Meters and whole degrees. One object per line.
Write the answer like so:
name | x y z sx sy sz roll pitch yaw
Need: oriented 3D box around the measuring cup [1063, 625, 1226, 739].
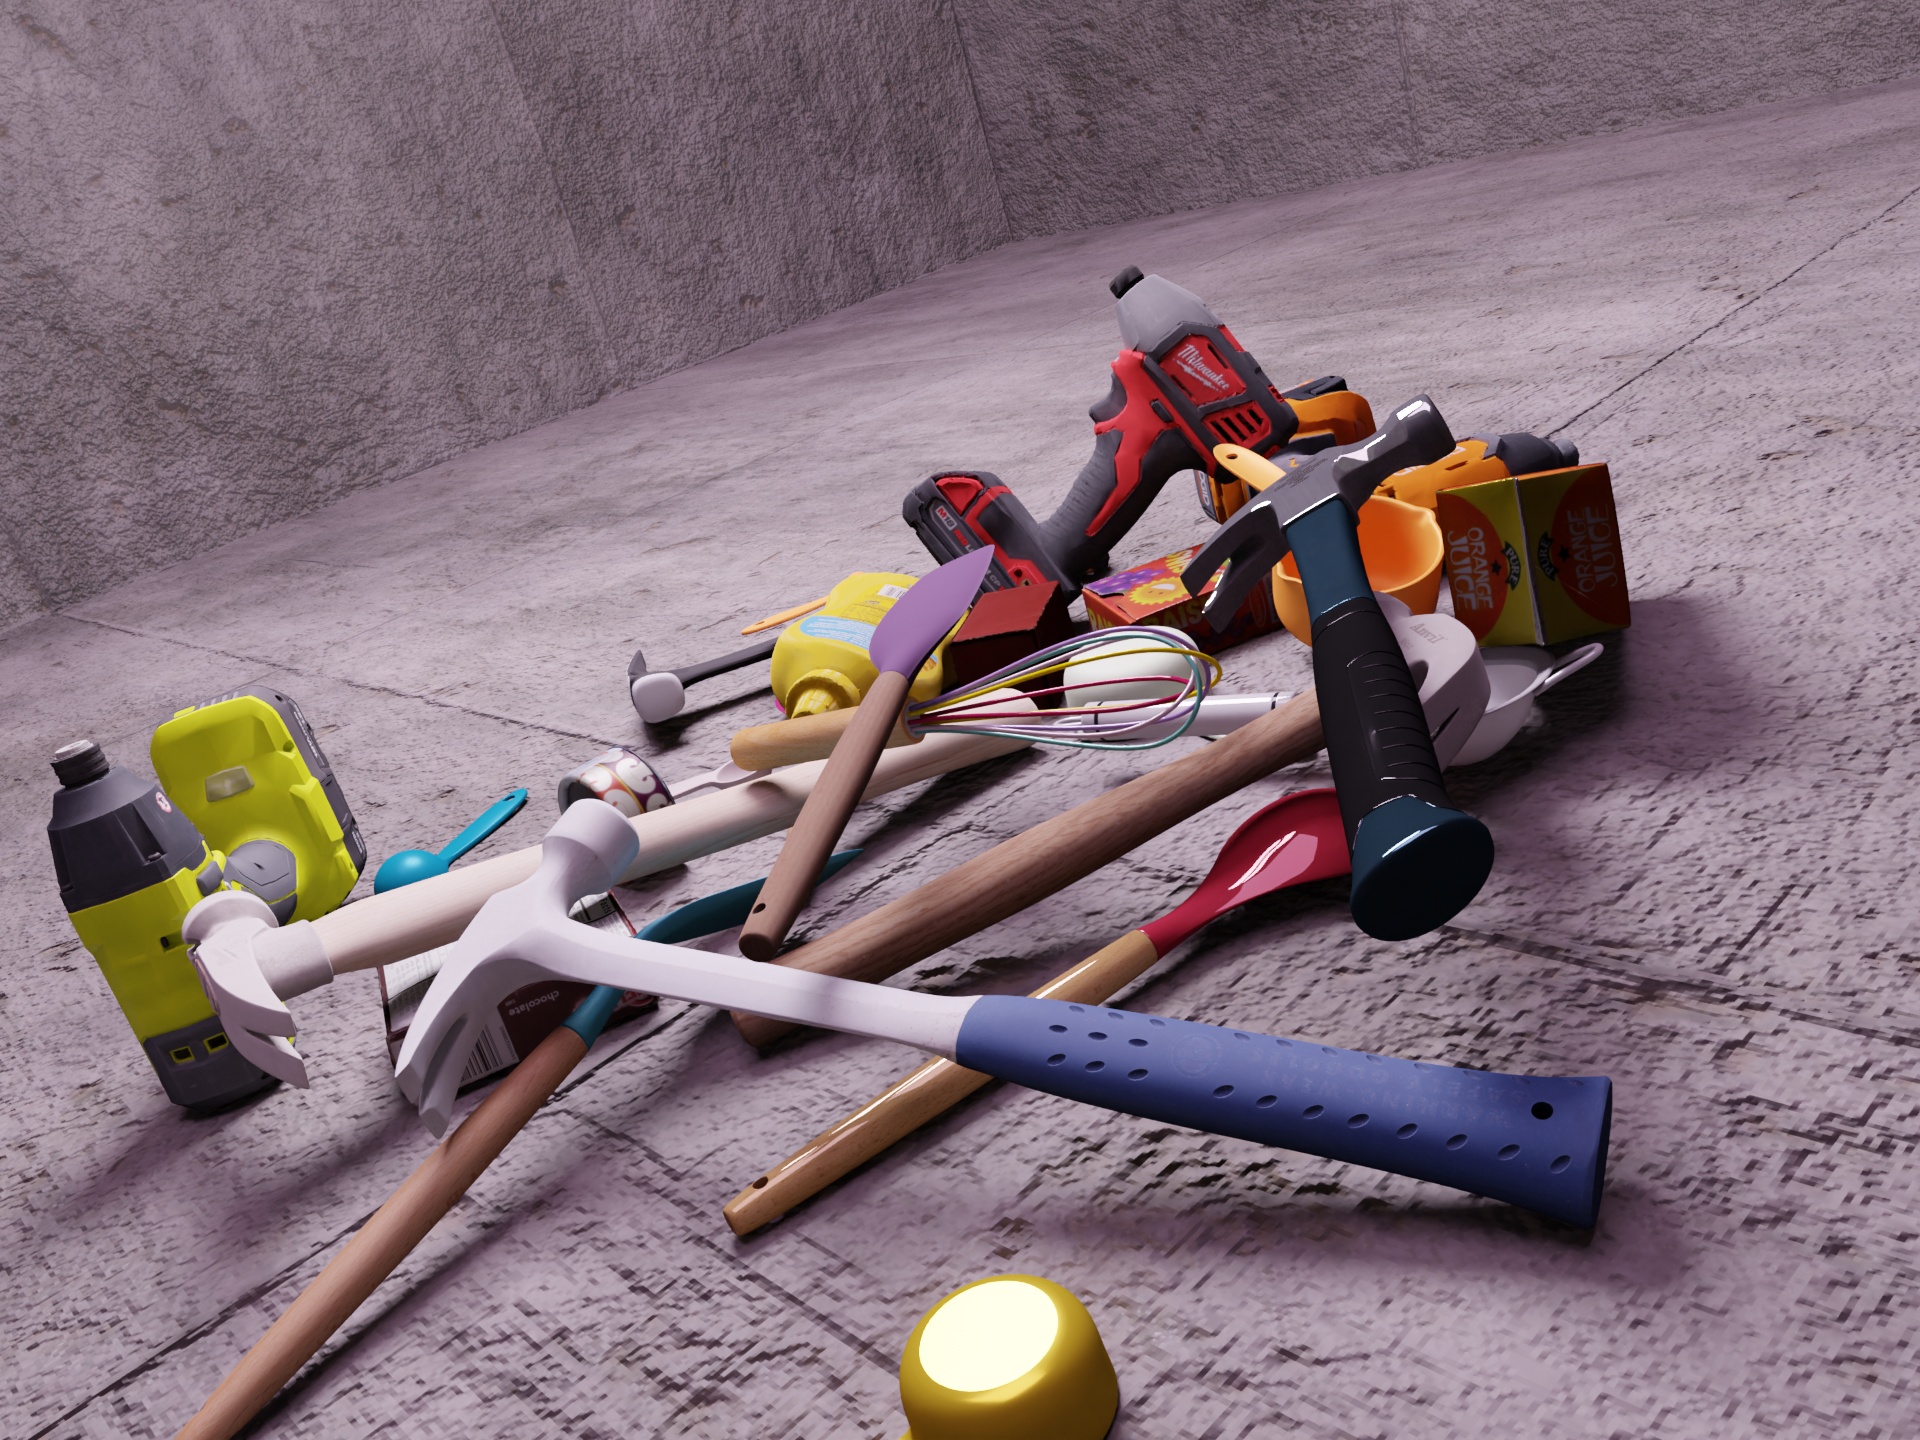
measuring cup | 0.115 -0.015 0.805 0.083 0.038 0.168 -27 22 -25

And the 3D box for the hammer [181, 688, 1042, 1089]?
hammer | -0.127 0.055 0.731 0.410 0.038 0.146 -18 21 -30

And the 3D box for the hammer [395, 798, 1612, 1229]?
hammer | -0.008 0.104 0.519 0.405 0.035 0.144 6 42 27

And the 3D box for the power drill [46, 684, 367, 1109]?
power drill | -0.372 0.067 0.790 0.080 0.171 0.223 -20 18 -5

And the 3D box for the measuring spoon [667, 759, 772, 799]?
measuring spoon | -0.161 0.047 0.900 0.124 0.018 0.034 -20 22 12

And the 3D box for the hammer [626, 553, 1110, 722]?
hammer | -0.060 -0.071 1.075 0.337 0.034 0.127 -18 13 -10

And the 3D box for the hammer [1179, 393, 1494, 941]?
hammer | 0.146 -0.030 0.591 0.128 0.033 0.331 -31 21 21

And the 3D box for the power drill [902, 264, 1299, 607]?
power drill | 0.079 -0.163 0.969 0.219 0.143 0.078 -38 -2 16

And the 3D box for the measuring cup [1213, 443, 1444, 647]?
measuring cup | 0.190 -0.096 0.869 0.095 0.052 0.174 -24 41 -14

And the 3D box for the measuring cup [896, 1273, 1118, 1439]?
measuring cup | -0.033 0.190 0.411 0.156 0.029 0.062 -21 21 -15

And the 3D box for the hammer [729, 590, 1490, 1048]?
hammer | 0.058 0.045 0.637 0.331 0.031 0.130 -27 20 -1

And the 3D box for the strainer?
strainer | 0.158 -0.003 0.723 0.258 0.050 0.087 -3 22 32

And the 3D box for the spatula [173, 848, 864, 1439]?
spatula | -0.153 0.145 0.593 0.317 0.044 0.082 -48 7 -39

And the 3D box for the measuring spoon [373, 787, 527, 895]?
measuring spoon | -0.298 0.066 0.937 0.042 0.021 0.129 -5 25 27

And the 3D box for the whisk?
whisk | 0.000 -0.001 0.698 0.245 0.051 0.047 -10 2 31

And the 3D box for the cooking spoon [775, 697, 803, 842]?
cooking spoon | -0.080 0.023 0.887 0.069 0.017 0.319 -13 20 4

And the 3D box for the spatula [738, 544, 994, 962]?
spatula | -0.036 -0.001 0.651 0.060 0.018 0.316 -23 22 23

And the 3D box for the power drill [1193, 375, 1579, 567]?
power drill | 0.261 -0.156 0.998 0.164 0.084 0.227 -22 26 -13

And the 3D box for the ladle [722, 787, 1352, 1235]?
ladle | 0.049 0.098 0.593 0.315 0.031 0.069 -29 22 -25

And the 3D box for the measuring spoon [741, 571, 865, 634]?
measuring spoon | -0.102 -0.079 1.053 0.021 0.011 0.117 -2 19 45
